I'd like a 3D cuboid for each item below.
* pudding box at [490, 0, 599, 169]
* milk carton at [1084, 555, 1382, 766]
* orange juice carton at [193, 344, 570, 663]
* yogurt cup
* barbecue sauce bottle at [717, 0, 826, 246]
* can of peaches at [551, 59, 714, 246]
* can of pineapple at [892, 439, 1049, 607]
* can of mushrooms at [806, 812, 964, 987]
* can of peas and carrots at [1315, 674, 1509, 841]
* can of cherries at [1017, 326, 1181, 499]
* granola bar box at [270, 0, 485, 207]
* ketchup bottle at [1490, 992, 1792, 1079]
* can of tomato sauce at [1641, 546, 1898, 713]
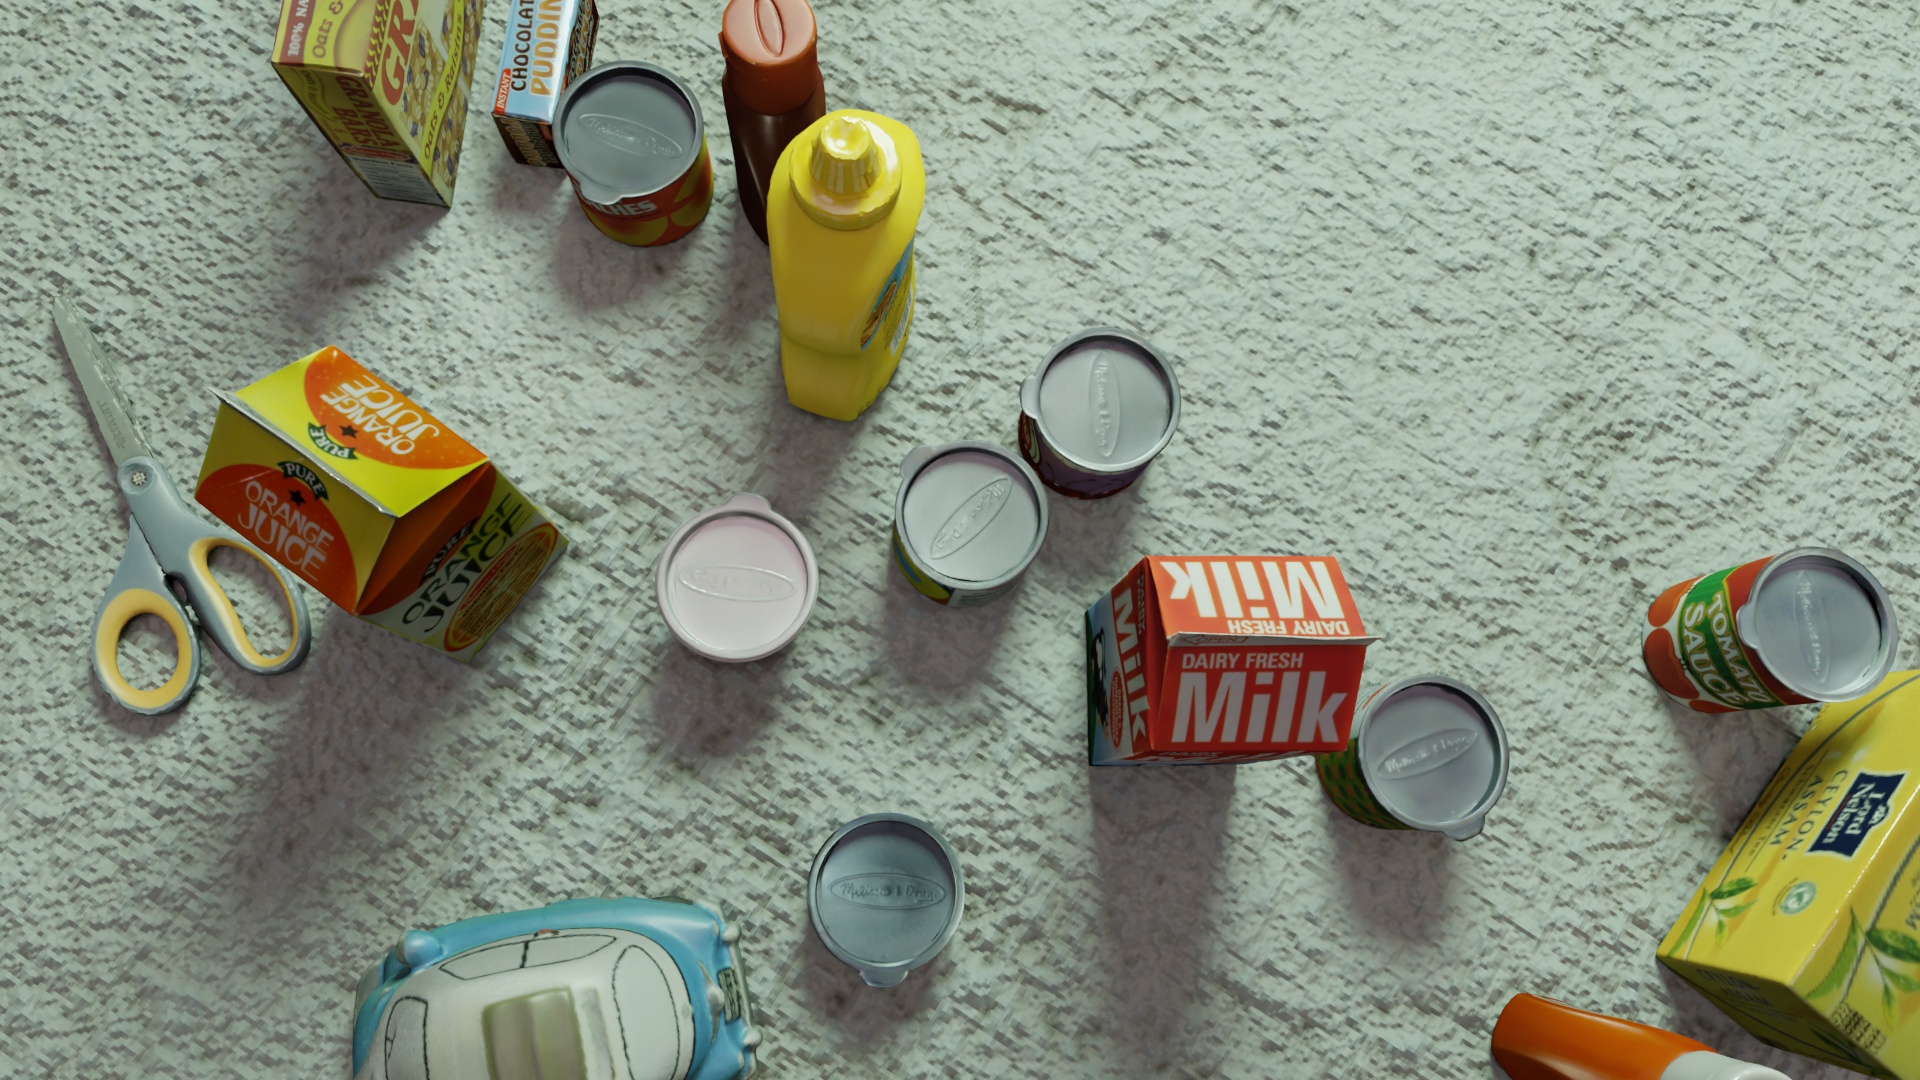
[{"bbox_3d":[-0.194,-0.224,0.651,0.030,0.049,0.084,7,78,-3],"label":"pudding box"},{"bbox_3d":[0.098,0.050,0.546,0.072,0.190,0.073,0,79,-4],"label":"milk carton"},{"bbox_3d":[-0.217,-0.011,0.531,0.072,0.192,0.073,36,78,3],"label":"orange juice carton"},{"bbox_3d":[-0.096,0.022,0.605,0.072,0.054,0.072,1,78,-4],"label":"yogurt cup"},{"bbox_3d":[-0.079,-0.183,0.601,0.044,0.148,0.065,-12,80,-7],"label":"barbecue sauce bottle"},{"bbox_3d":[-0.150,-0.174,0.640,0.071,0.058,0.071,1,78,-4],"label":"can of peaches"},{"bbox_3d":[0.002,-0.008,0.618,0.071,0.057,0.071,1,78,-4],"label":"can of pineapple"},{"bbox_3d":[-0.032,0.152,0.594,0.071,0.033,0.071,1,78,-5],"label":"can of mushrooms"},{"bbox_3d":[0.198,0.097,0.612,0.071,0.058,0.071,1,78,-4],"label":"can of peas and carrots"},{"bbox_3d":[0.059,-0.057,0.632,0.071,0.058,0.071,1,78,-4],"label":"can of cherries"},{"bbox_3d":[-0.248,-0.250,0.613,0.039,0.124,0.166,5,78,-4],"label":"granola bar box"},{"bbox_3d":[0.270,0.215,0.547,0.065,0.148,0.043,31,78,2],"label":"ketchup bottle"},{"bbox_3d":[0.358,0.043,0.624,0.071,0.083,0.071,1,79,-4],"label":"can of tomato sauce"}]
